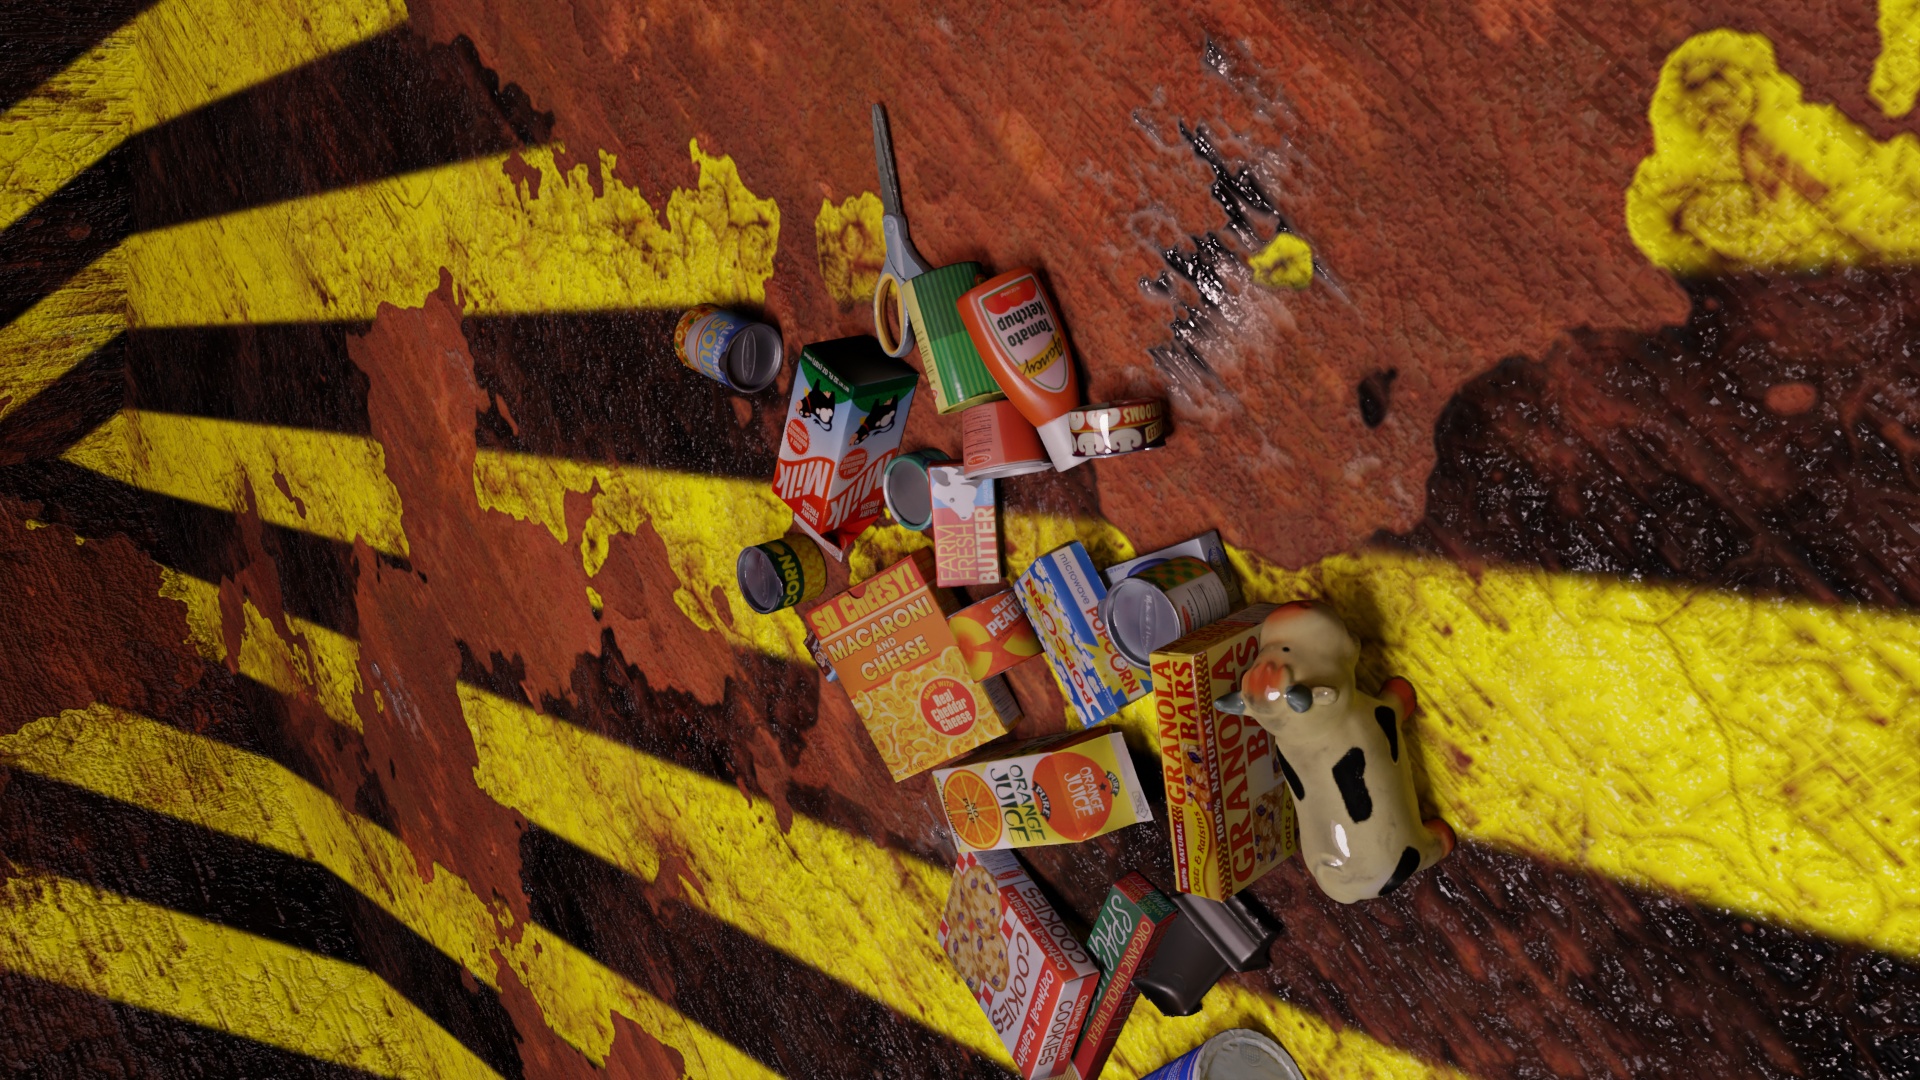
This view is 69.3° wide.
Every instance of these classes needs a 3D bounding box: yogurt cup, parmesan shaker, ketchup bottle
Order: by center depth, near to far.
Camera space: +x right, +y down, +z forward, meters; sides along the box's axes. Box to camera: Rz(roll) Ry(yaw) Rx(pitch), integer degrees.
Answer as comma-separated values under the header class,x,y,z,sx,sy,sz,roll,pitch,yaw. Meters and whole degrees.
class,x,y,z,sx,sy,sz,roll,pitch,yaw
ketchup bottle,0.056,-0.124,1.021,0.148,0.065,0.043,64,159,-3
yogurt cup,0.032,-0.077,1.058,0.072,0.072,0.054,-12,86,48
parmesan shaker,0.000,-0.155,1.061,0.071,0.071,0.103,-16,90,48

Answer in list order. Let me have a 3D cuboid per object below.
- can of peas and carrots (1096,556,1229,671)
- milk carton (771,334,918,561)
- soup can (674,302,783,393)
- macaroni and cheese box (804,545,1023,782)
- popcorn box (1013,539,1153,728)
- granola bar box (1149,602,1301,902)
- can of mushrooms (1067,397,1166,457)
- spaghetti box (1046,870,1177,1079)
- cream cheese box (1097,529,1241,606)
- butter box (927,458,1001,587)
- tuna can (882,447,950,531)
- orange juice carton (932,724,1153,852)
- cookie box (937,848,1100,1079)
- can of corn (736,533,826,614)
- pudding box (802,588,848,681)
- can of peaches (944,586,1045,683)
class,x,y,z,sx,sy,sz,roll,pitch,yaw
can of peas and carrots,0.139,0.049,0.949,0.071,0.059,0.070,19,118,42
milk carton,-0.106,-0.075,1.198,0.072,0.074,0.189,41,130,30
soup can,-0.218,-0.179,1.286,0.084,0.071,0.071,26,121,40
macaroni and cheese box,-0.040,0.105,1.170,0.123,0.040,0.166,-29,90,28
popcorn box,0.091,0.071,1.040,0.127,0.038,0.085,63,162,10
granola bar box,0.184,0.136,0.919,0.039,0.125,0.165,2,104,45
can of mushrooms,0.111,-0.079,0.970,0.071,0.071,0.033,1,103,47
spaghetti box,0.115,0.375,1.146,0.050,0.029,0.248,40,129,32
cream cheese box,0.149,0.032,0.998,0.103,0.024,0.053,-23,87,49
butter box,0.004,-0.014,1.118,0.053,0.024,0.103,-3,104,5
tuna can,-0.031,-0.043,1.159,0.071,0.033,0.070,19,117,43
orange juice carton,0.071,0.196,1.100,0.192,0.073,0.072,-20,88,48
cookie box,0.046,0.351,1.178,0.168,0.040,0.122,48,134,45
can of corn,-0.167,0.031,1.312,0.071,0.058,0.071,18,116,43
pudding box,-0.109,0.087,1.289,0.050,0.030,0.083,54,135,19
can of peaches,0.030,0.075,1.107,0.071,0.071,0.058,-31,80,48
